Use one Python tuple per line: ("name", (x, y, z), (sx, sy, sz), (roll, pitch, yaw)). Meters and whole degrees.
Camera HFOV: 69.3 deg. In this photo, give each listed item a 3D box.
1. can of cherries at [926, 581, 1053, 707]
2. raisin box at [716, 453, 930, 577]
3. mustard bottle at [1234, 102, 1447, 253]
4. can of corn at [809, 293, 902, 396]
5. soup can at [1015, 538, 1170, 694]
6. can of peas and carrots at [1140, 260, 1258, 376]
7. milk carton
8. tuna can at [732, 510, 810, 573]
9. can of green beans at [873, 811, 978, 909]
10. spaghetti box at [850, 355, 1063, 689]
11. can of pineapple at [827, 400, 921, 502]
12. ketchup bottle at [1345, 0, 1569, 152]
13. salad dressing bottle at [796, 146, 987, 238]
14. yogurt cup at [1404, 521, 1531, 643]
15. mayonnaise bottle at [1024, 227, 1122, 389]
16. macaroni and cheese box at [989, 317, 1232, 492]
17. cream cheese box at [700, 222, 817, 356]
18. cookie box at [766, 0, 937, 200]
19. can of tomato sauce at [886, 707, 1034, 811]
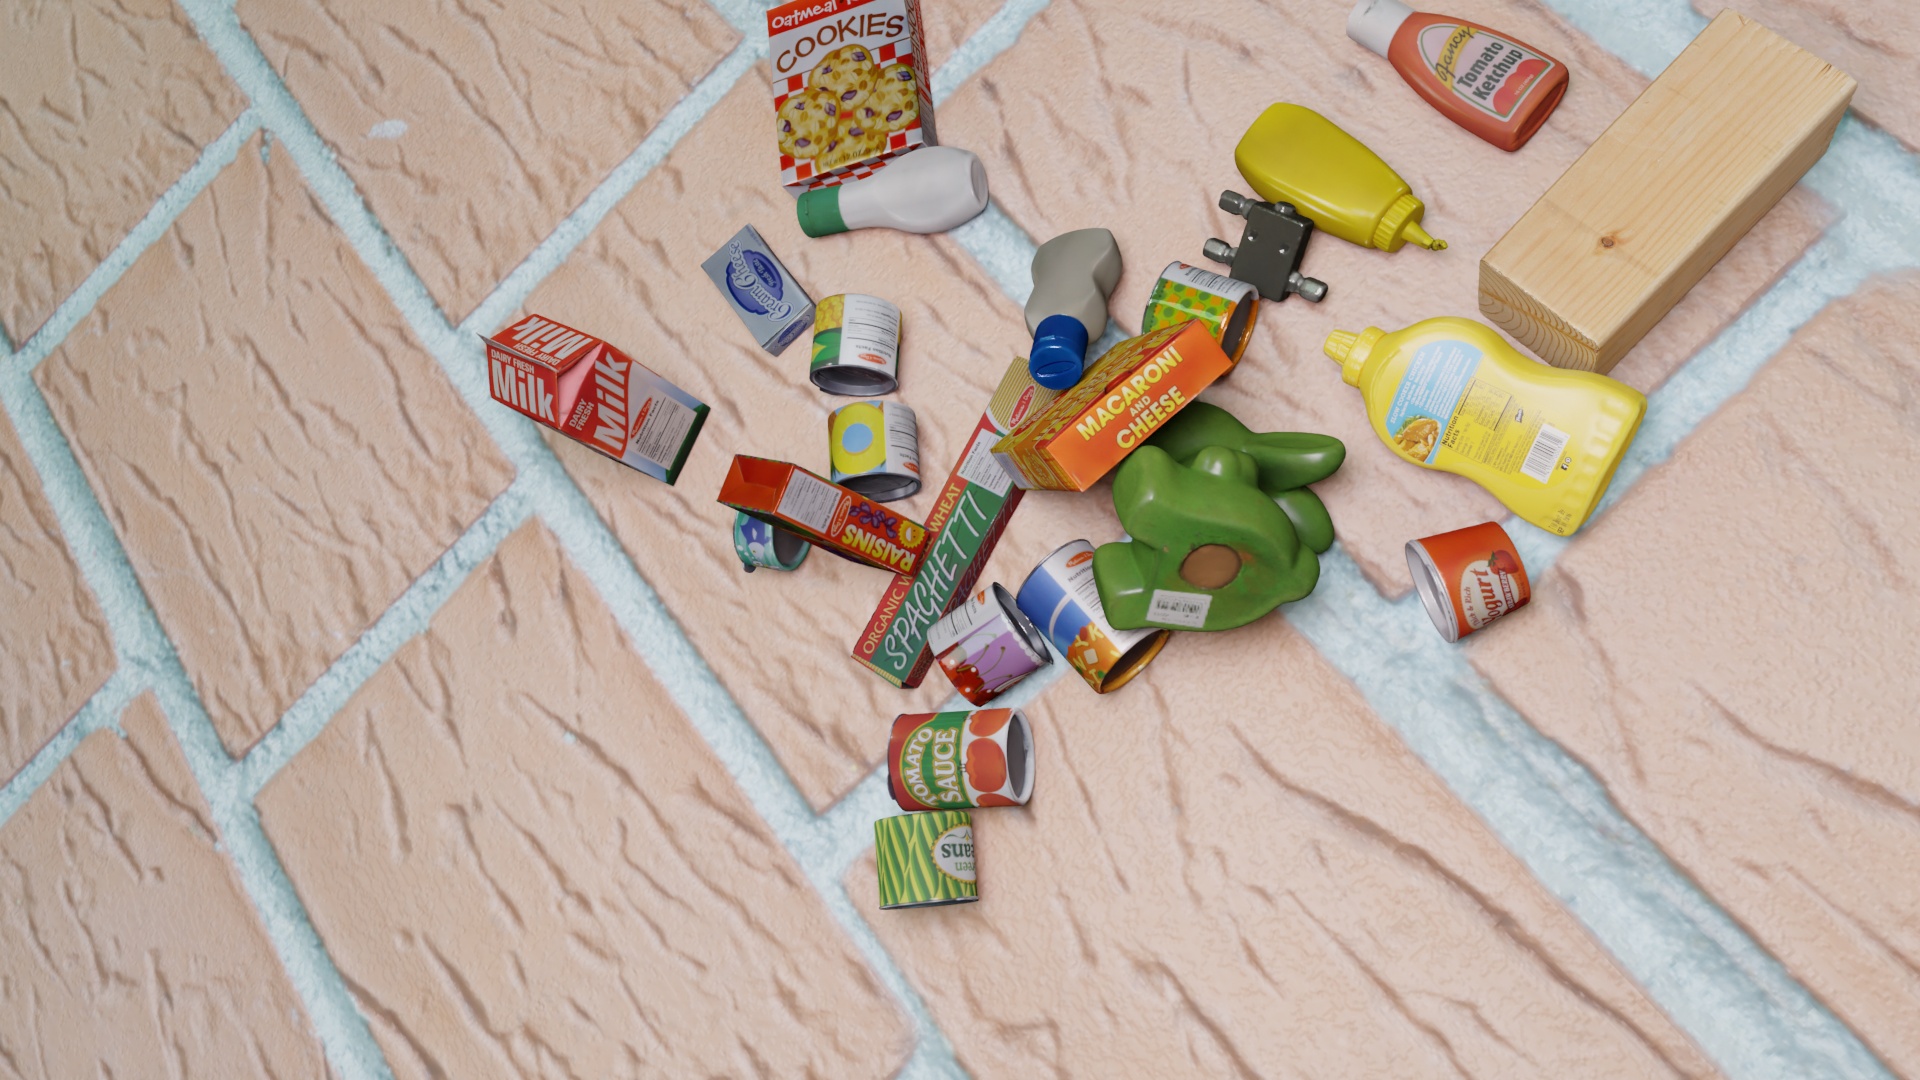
("can of cherries", (0.020, 0.073, 0.946), (0.058, 0.071, 0.071), (-36, 67, 10))
("raisin box", (-0.095, -0.018, 0.967), (0.086, 0.123, 0.040), (10, 77, 53))
("mustard bottle", (0.262, -0.236, 0.944), (0.160, 0.049, 0.065), (42, 93, 24))
("can of corn", (-0.080, -0.146, 1.044), (0.071, 0.071, 0.058), (-2, 75, 21))
("soup can", (0.087, 0.052, 0.926), (0.071, 0.071, 0.084), (-45, 66, 5))
("can of peas and carrots", (0.164, -0.149, 0.951), (0.059, 0.071, 0.071), (23, 85, 24))
("milk carton", (-0.277, -0.109, 1.039), (0.072, 0.190, 0.073), (23, 85, 25))
("tuna can", (-0.137, -0.009, 1.028), (0.033, 0.071, 0.071), (9, 80, 23))
("can of green beans", (-0.023, 0.213, 0.924), (0.071, 0.071, 0.058), (-11, 72, 18))
("spaghetti box", (0.004, -0.012, 0.994), (0.050, 0.028, 0.250), (27, 87, 25))
("can of pineapple", (-0.065, -0.064, 1.014), (0.071, 0.071, 0.058), (-10, 72, 19))
("ketchup bottle", (0.332, -0.326, 0.944), (0.149, 0.043, 0.064), (42, 93, 26))
("salad dressing bottle", (-0.054, -0.265, 1.077), (0.147, 0.044, 0.064), (-6, 85, 21))
("yogurt cup", (0.311, 0.023, 0.849), (0.054, 0.072, 0.072), (-22, 69, 7))
("mayonnaise bottle", (0.074, -0.161, 0.961), (0.064, 0.041, 0.149), (-11, 39, 22))
("macaroni and cheese box", (0.091, -0.084, 0.896), (0.124, 0.166, 0.040), (-40, 98, -6))
("cream cheese box", (-0.160, -0.201, 1.111), (0.053, 0.024, 0.104), (-41, 66, 7))
("cookie box", (-0.088, -0.368, 1.120), (0.123, 0.040, 0.168), (-12, 73, 18))
("can of tomato sauce", (0.001, 0.147, 0.930), (0.083, 0.071, 0.071), (-6, 74, 19))
